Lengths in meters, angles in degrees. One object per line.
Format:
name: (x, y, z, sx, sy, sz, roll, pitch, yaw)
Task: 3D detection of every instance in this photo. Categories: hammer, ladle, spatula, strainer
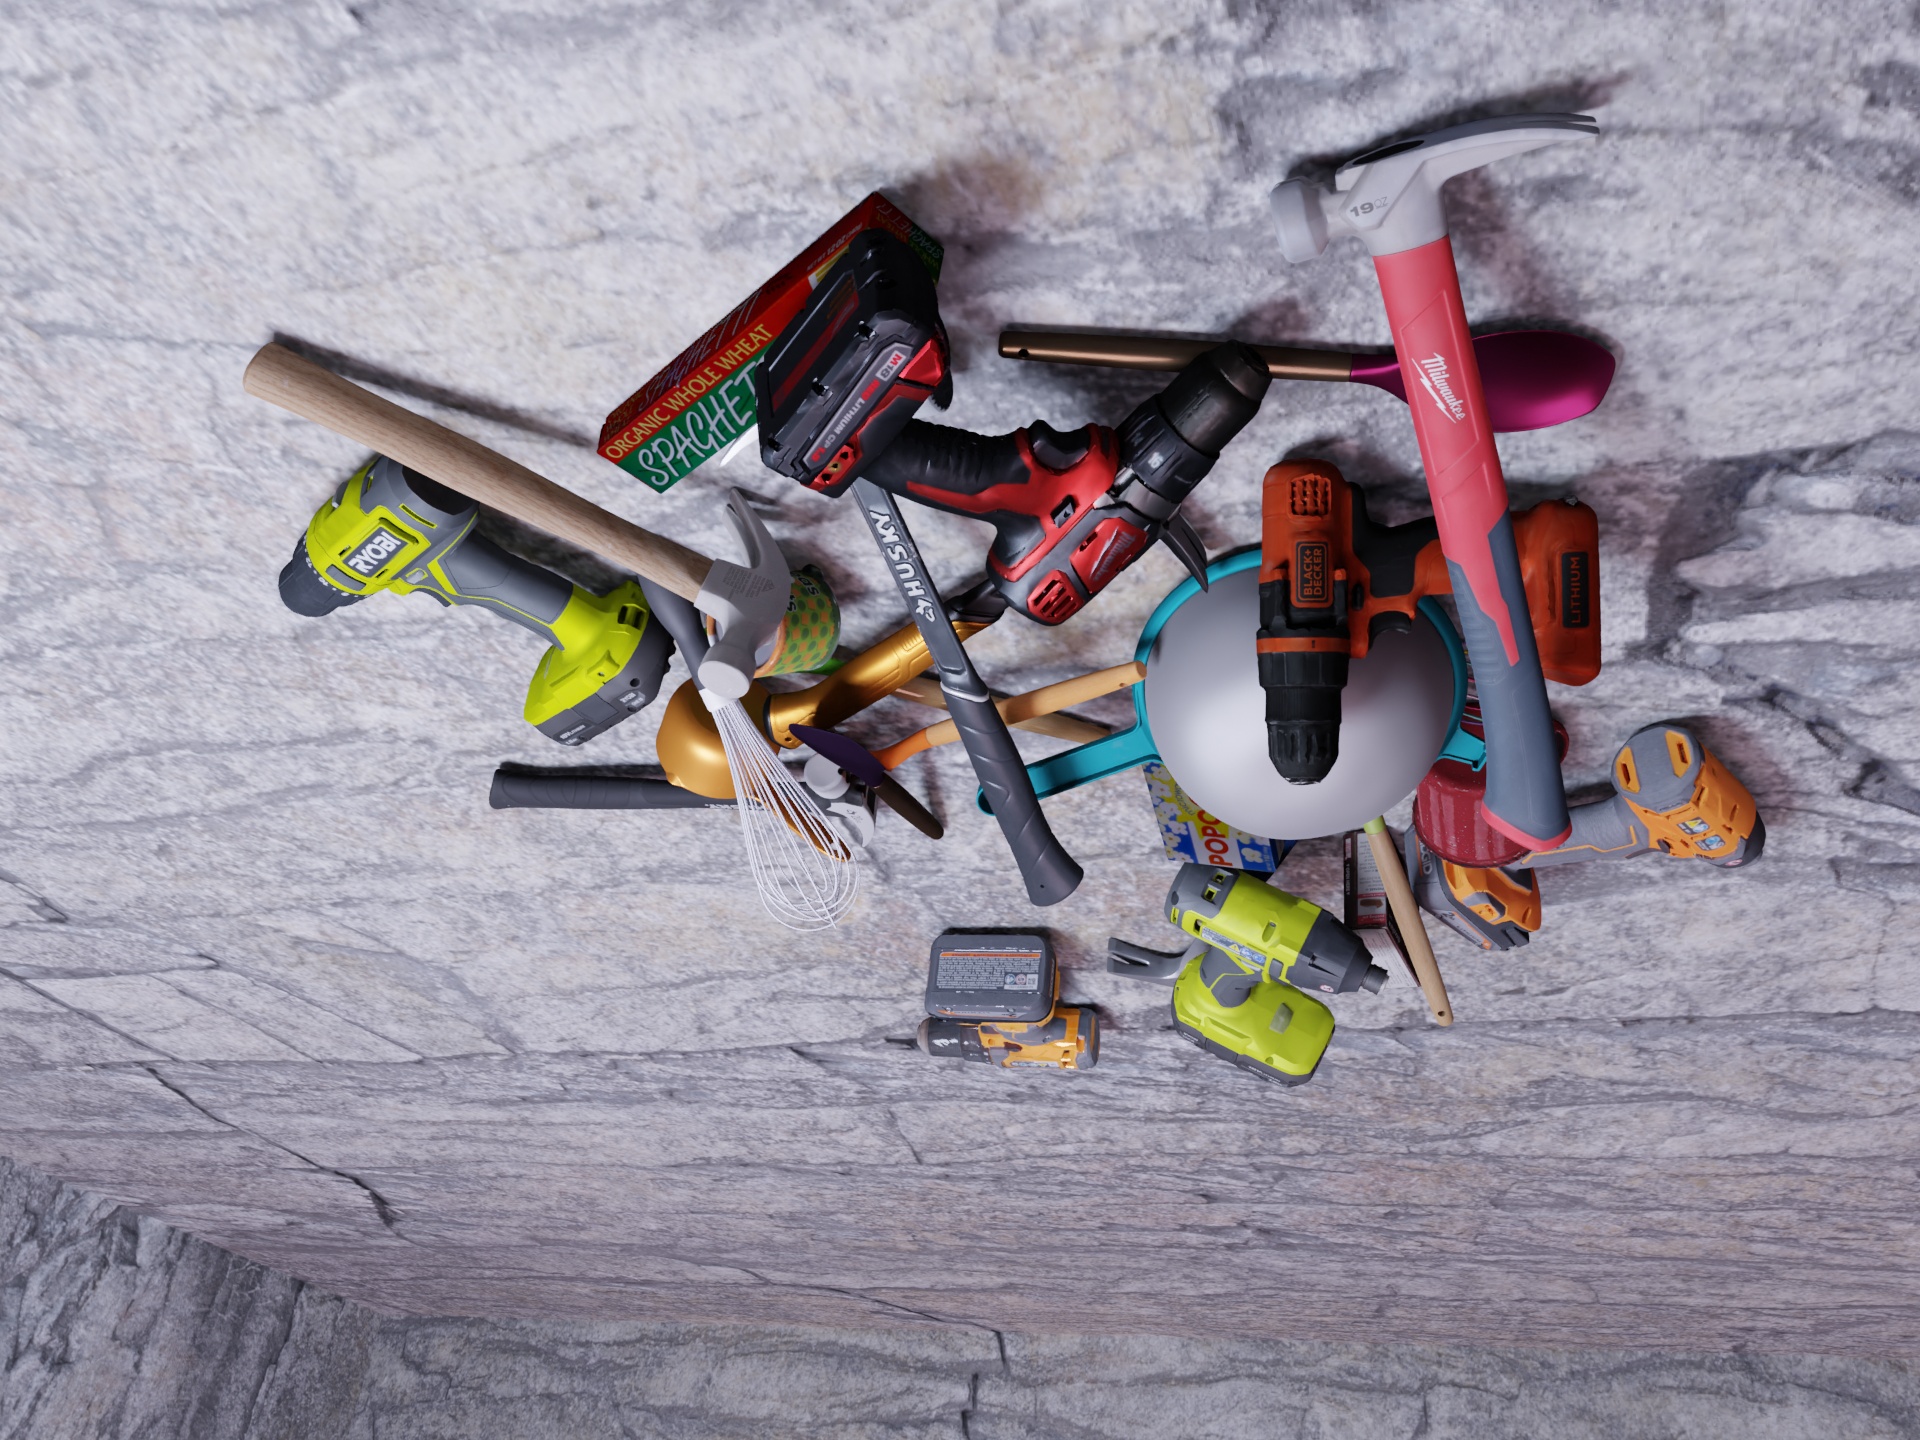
hammer: (-0.224, 0.060, 1.264, 0.335, 0.035, 0.146, 0, 160, 17)
hammer: (0.229, 0.134, 1.308, 0.144, 0.035, 0.405, 9, 147, -4)
ladle: (0.303, 0.105, 1.130, 0.078, 0.062, 0.320, -15, 117, 23)
spatula: (-0.058, 0.048, 1.164, 0.060, 0.018, 0.315, 14, 168, 18)
hammer: (-0.253, -0.134, 0.933, 0.331, 0.130, 0.031, 26, 139, -9)
spatula: (-0.002, -0.004, 1.097, 0.322, 0.041, 0.081, -17, 148, 42)
hammer: (-0.003, -0.057, 1.026, 0.337, 0.034, 0.127, -29, 131, 35)
hammer: (0.273, -0.099, 0.795, 0.143, 0.038, 0.386, -10, 118, 24)
strainer: (0.154, 0.023, 1.016, 0.340, 0.095, 0.210, -21, 119, 24)
hammer: (-0.010, -0.034, 0.988, 0.149, 0.036, 0.408, -6, 127, 27)

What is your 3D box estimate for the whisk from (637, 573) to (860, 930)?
whisk: (-0.144, 0.011, 1.044, 0.070, 0.070, 0.284, -20, 100, 35)

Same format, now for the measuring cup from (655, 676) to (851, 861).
measuring cup: (-0.138, 0.032, 1.124, 0.174, 0.095, 0.052, 38, 135, 15)

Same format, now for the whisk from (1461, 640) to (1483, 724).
whisk: (0.254, -0.037, 1.035, 0.245, 0.051, 0.047, 12, 153, -3)

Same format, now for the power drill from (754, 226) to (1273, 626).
power drill: (0.030, -0.155, 0.807, 0.226, 0.080, 0.188, 25, 126, -32)

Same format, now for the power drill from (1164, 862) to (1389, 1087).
power drill: (0.246, 0.206, 1.272, 0.171, 0.080, 0.223, 25, 153, 19)

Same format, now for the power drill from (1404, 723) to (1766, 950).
power drill: (0.463, 0.094, 1.165, 0.226, 0.084, 0.164, -28, 134, 36)

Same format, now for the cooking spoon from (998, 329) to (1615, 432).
cooking spoon: (0.179, -0.188, 0.836, 0.319, 0.017, 0.068, 4, 142, 3)

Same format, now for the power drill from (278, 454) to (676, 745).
power drill: (-0.320, -0.076, 1.049, 0.228, 0.080, 0.190, 34, 137, -32)

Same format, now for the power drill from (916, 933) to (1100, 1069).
power drill: (0.027, 0.280, 1.536, 0.185, 0.084, 0.226, -2, 151, 16)

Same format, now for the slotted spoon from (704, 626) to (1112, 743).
slotted spoon: (-0.038, -0.023, 1.124, 0.313, 0.031, 0.070, 14, 147, -15)
